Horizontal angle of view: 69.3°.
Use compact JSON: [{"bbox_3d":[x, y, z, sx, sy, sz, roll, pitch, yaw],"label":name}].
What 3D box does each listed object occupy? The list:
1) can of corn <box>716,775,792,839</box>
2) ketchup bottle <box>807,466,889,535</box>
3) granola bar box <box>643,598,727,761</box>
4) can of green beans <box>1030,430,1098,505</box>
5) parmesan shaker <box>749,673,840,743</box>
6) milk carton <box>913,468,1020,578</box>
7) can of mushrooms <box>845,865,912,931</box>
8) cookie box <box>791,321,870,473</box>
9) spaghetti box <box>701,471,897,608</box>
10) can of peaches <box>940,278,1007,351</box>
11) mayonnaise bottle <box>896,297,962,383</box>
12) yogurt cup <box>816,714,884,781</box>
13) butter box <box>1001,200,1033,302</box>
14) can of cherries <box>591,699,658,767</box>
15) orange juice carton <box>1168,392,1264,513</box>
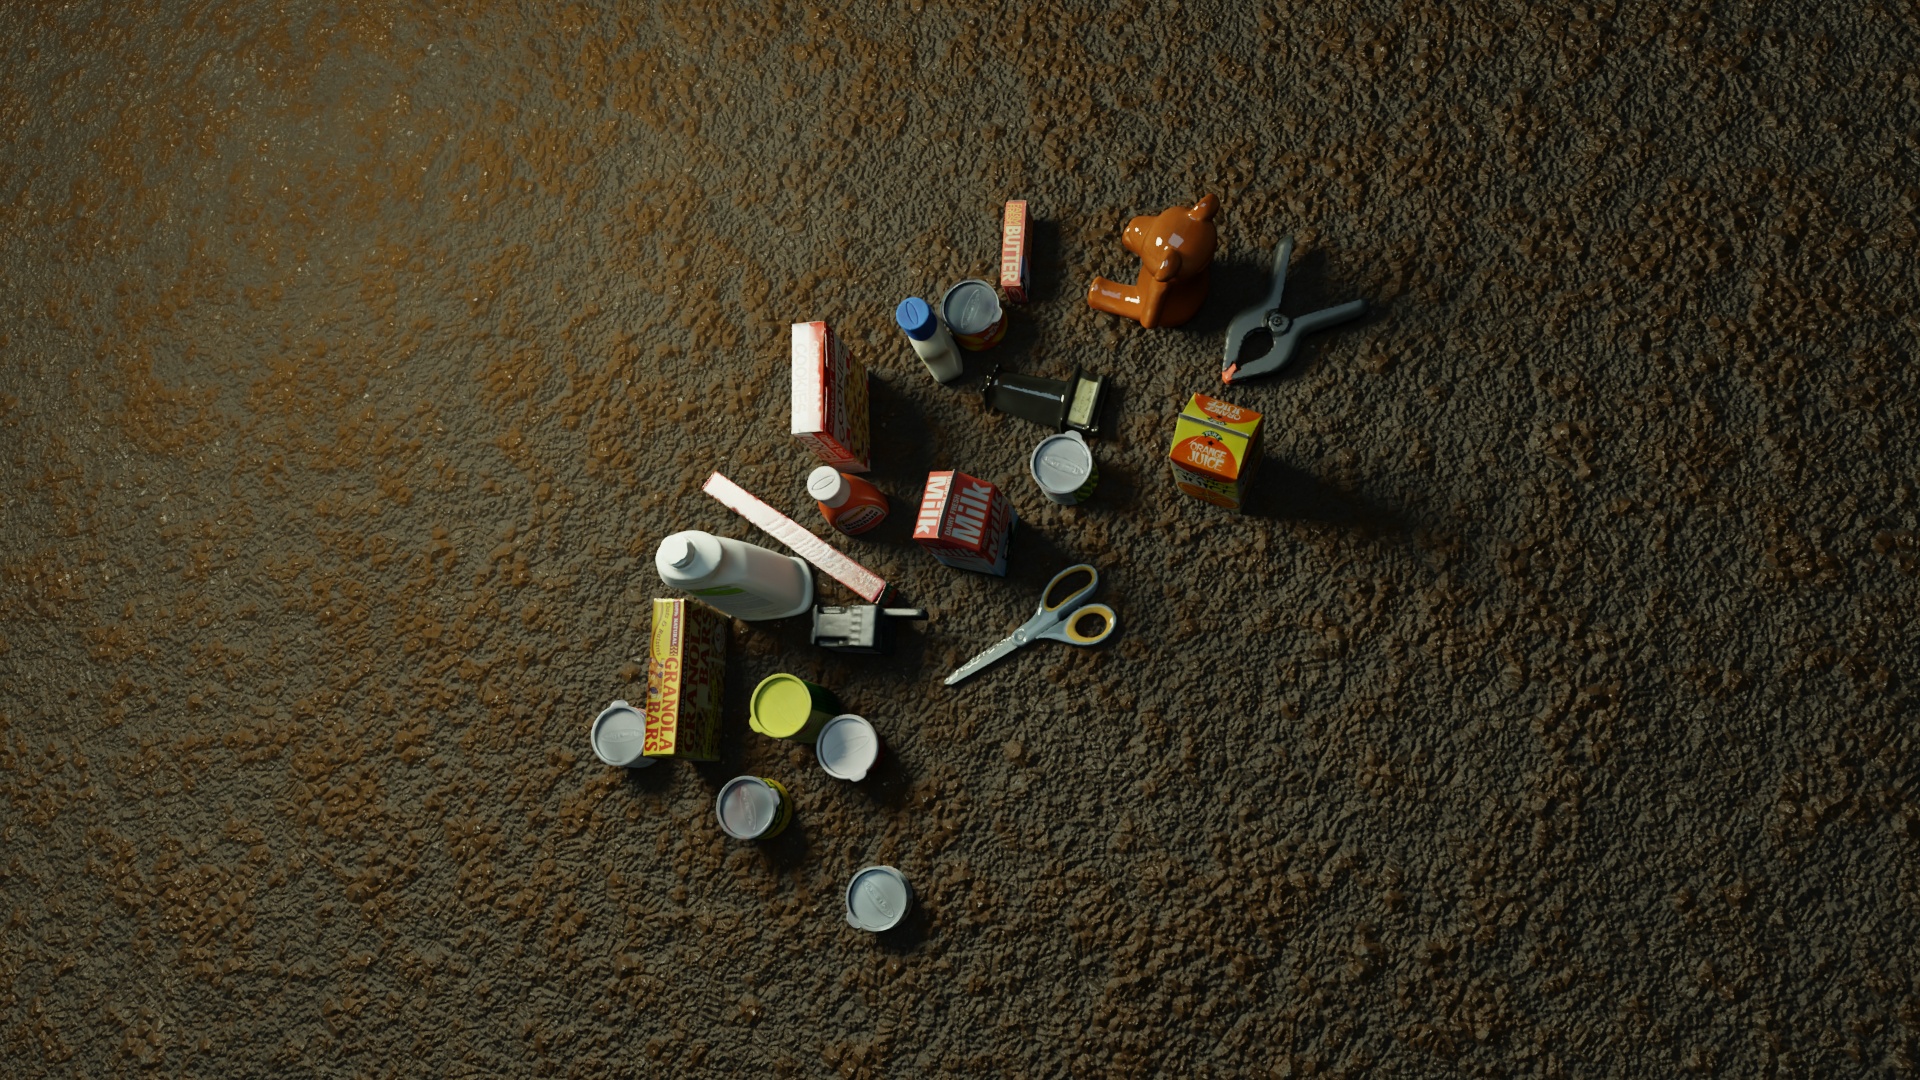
[{"bbox_3d":[-0.218,0.287,1.491,0.071,0.058,0.071,-3,77,12],"label":"can of corn"},{"bbox_3d":[-0.125,-0.045,1.497,0.065,0.148,0.043,-29,74,5],"label":"ketchup bottle"},{"bbox_3d":[-0.295,0.153,1.504,0.039,0.124,0.166,-2,78,12],"label":"granola bar box"},{"bbox_3d":[0.113,-0.076,1.499,0.071,0.057,0.071,-3,77,12],"label":"can of green beans"},{"bbox_3d":[-0.177,0.182,1.482,0.071,0.103,0.071,-3,78,12],"label":"parmesan shaker"},{"bbox_3d":[0.005,-0.018,1.441,0.073,0.190,0.072,11,81,15],"label":"milk carton"},{"bbox_3d":[-0.086,0.376,1.455,0.071,0.033,0.071,-3,77,12],"label":"can of mushrooms"},{"bbox_3d":[-0.139,-0.153,1.515,0.040,0.167,0.123,-5,77,12],"label":"cookie box"},{"bbox_3d":[-0.179,0.000,1.551,0.250,0.050,0.029,32,87,17],"label":"spaghetti box"},{"bbox_3d":[0.018,-0.251,1.559,0.071,0.058,0.071,-3,77,12],"label":"can of peaches"},{"bbox_3d":[-0.035,-0.223,1.518,0.041,0.148,0.065,-24,74,7],"label":"mayonnaise bottle"},{"bbox_3d":[-0.114,0.222,1.485,0.072,0.054,0.072,-3,77,12],"label":"yogurt cup"},{"bbox_3d":[0.064,-0.326,1.568,0.024,0.053,0.103,1,78,13],"label":"butter box"},{"bbox_3d":[-0.365,0.215,1.540,0.071,0.058,0.071,-3,77,12],"label":"can of cherries"},{"bbox_3d":[0.260,-0.091,1.399,0.072,0.192,0.073,21,84,16],"label":"orange juice carton"}]
